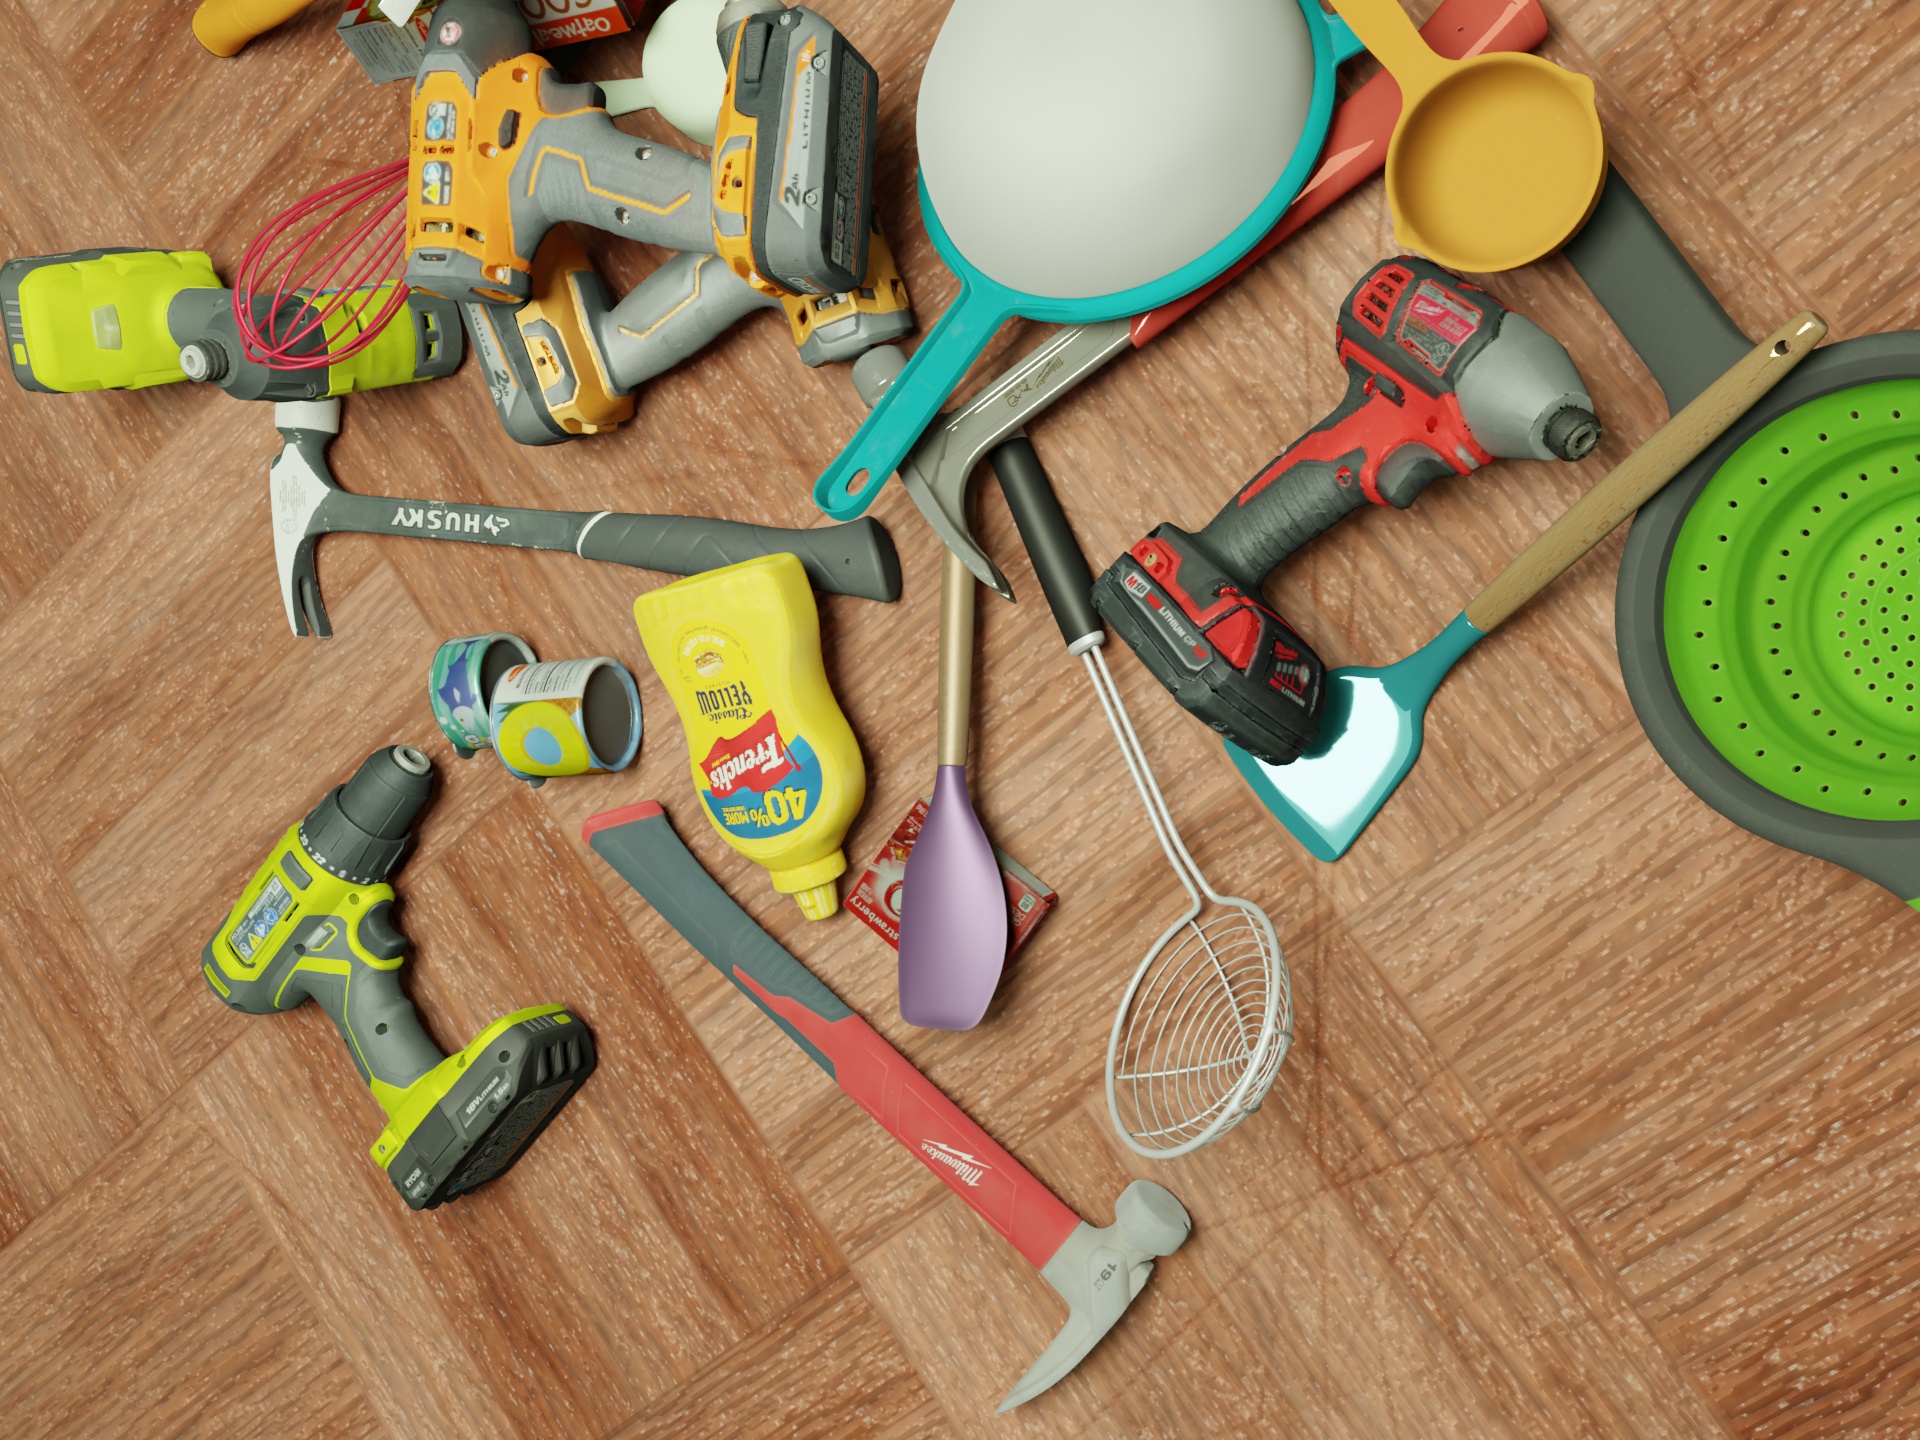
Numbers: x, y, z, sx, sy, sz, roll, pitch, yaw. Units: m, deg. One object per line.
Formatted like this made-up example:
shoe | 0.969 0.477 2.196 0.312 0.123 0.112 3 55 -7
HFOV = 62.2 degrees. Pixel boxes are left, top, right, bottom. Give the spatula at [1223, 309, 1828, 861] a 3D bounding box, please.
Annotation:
spatula | 0.241 -0.056 0.696 0.082 0.044 0.317 52 132 14

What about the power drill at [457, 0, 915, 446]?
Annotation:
power drill | -0.153 -0.256 0.836 0.226 0.084 0.185 -15 100 17

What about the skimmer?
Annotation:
skimmer | 0.063 0.023 0.772 0.127 0.090 0.363 -34 75 53

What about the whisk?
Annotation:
whisk | -0.277 -0.290 0.836 0.073 0.073 0.296 21 62 18

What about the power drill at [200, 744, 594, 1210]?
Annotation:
power drill | -0.322 0.146 0.923 0.229 0.080 0.190 45 105 16

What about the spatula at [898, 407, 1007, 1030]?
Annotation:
spatula | -0.001 -0.003 0.807 0.060 0.018 0.316 0 85 24

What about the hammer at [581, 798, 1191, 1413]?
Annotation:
hammer | -0.069 0.188 0.852 0.386 0.038 0.143 40 105 15

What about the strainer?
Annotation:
strainer | 0.021 -0.247 0.731 0.211 0.095 0.340 36 90 29

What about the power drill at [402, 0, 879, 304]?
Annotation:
power drill | -0.158 -0.282 0.757 0.226 0.084 0.164 5 95 15

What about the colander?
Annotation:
colander | 0.352 -0.114 0.671 0.204 0.094 0.397 -44 57 38

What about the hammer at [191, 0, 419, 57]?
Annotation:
hammer | -0.348 -0.401 0.858 0.337 0.034 0.127 9 66 46

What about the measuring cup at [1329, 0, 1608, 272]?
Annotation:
measuring cup | 0.208 -0.271 0.689 0.095 0.052 0.174 -39 81 29

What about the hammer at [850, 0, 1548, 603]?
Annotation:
hammer | 0.120 -0.214 0.755 0.359 0.036 0.149 -35 70 12

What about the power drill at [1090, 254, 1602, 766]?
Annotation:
power drill | 0.174 -0.094 0.712 0.219 0.078 0.143 -49 42 13

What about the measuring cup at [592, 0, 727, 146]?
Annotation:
measuring cup | -0.179 -0.353 0.876 0.167 0.038 0.083 -3 90 18

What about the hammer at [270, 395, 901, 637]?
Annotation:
hammer | -0.225 -0.102 0.903 0.409 0.036 0.149 8 95 19

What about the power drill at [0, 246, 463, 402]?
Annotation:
power drill | -0.423 -0.220 0.901 0.223 0.171 0.080 10 112 24
